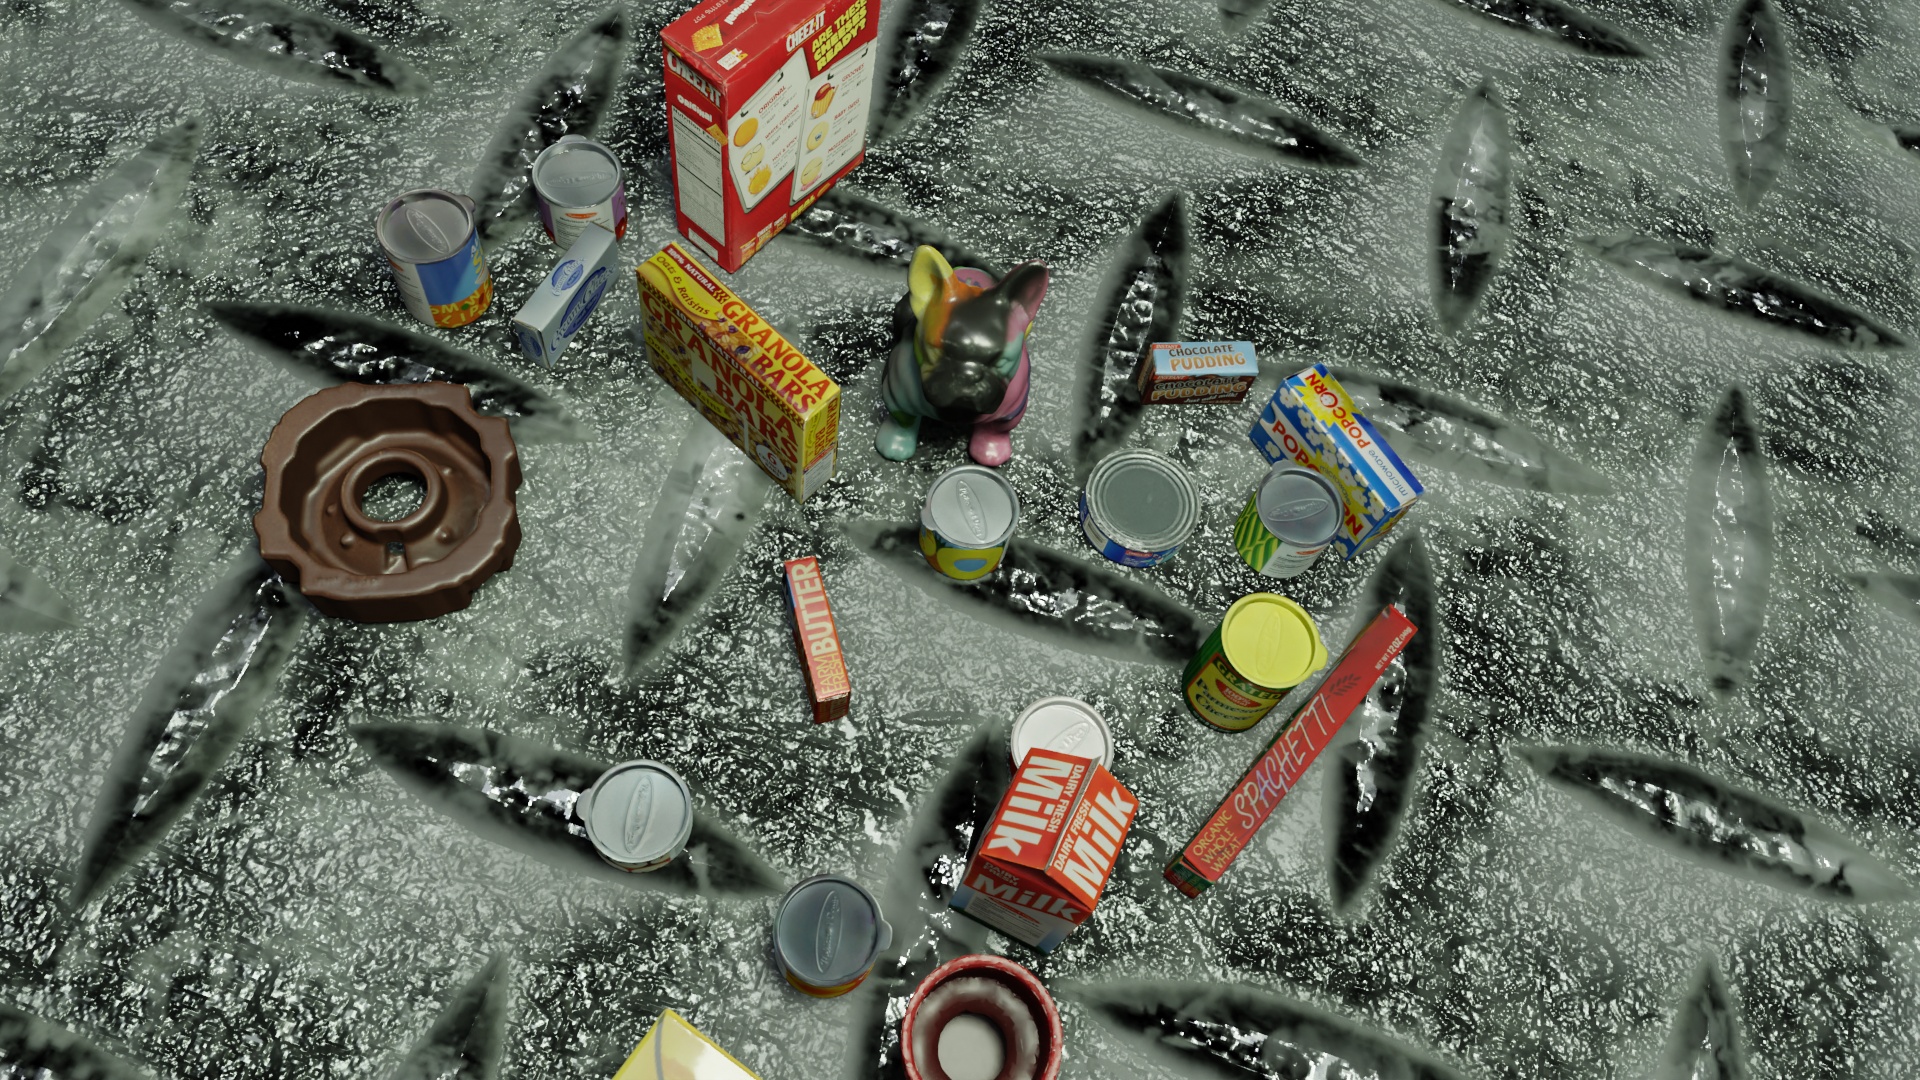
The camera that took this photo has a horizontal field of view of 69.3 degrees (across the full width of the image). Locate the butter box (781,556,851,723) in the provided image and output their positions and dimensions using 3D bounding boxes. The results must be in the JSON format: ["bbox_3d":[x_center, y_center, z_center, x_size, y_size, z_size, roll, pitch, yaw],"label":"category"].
[{"bbox_3d":[-0.098,0.067,0.939,0.024,0.053,0.104,-12,66,-13],"label":"butter box"}]

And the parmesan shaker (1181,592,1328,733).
[{"bbox_3d":[0.197,0.087,0.943,0.071,0.102,0.071,3,64,-6],"label":"parmesan shaker"}]

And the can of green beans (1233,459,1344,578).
[{"bbox_3d":[0.241,-0.013,1.023,0.071,0.057,0.071,3,64,-6],"label":"can of green beans"}]

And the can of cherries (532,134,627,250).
[{"bbox_3d":[-0.292,-0.267,1.073,0.071,0.058,0.072,3,64,-6],"label":"can of cherries"}]

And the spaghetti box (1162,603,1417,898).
[{"bbox_3d":[0.227,0.142,0.950,0.029,0.050,0.251,41,66,12],"label":"spaghetti box"}]

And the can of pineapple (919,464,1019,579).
[{"bbox_3d":[0.004,-0.012,0.990,0.071,0.057,0.071,3,64,-6],"label":"can of pineapple"}]

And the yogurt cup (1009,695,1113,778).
[{"bbox_3d":[0.064,0.143,0.924,0.072,0.053,0.072,3,64,-6],"label":"yogurt cup"}]

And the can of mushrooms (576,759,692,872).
[{"bbox_3d":[-0.206,0.175,0.883,0.071,0.033,0.071,3,64,-6],"label":"can of mushrooms"}]

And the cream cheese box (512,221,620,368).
[{"bbox_3d":[-0.291,-0.182,1.035,0.024,0.053,0.104,26,64,5],"label":"cream cheese box"}]

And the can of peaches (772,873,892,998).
[{"bbox_3d":[-0.079,0.244,0.853,0.071,0.057,0.071,3,64,-6],"label":"can of peaches"}]

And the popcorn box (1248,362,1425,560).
[{"bbox_3d":[0.278,-0.058,1.035,0.038,0.085,0.127,-27,71,-19],"label":"popcorn box"}]

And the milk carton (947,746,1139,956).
[{"bbox_3d":[0.050,0.184,0.826,0.073,0.189,0.072,26,64,5],"label":"milk carton"}]

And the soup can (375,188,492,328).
[{"bbox_3d":[-0.380,-0.206,1.017,0.071,0.083,0.071,3,64,-6],"label":"soup can"}]

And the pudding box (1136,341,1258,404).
[{"bbox_3d":[0.184,-0.130,1.077,0.084,0.049,0.030,-1,65,-9],"label":"pudding box"}]

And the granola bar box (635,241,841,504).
[{"bbox_3d":[-0.156,-0.116,0.982,0.166,0.123,0.039,42,66,12],"label":"granola bar box"}]
